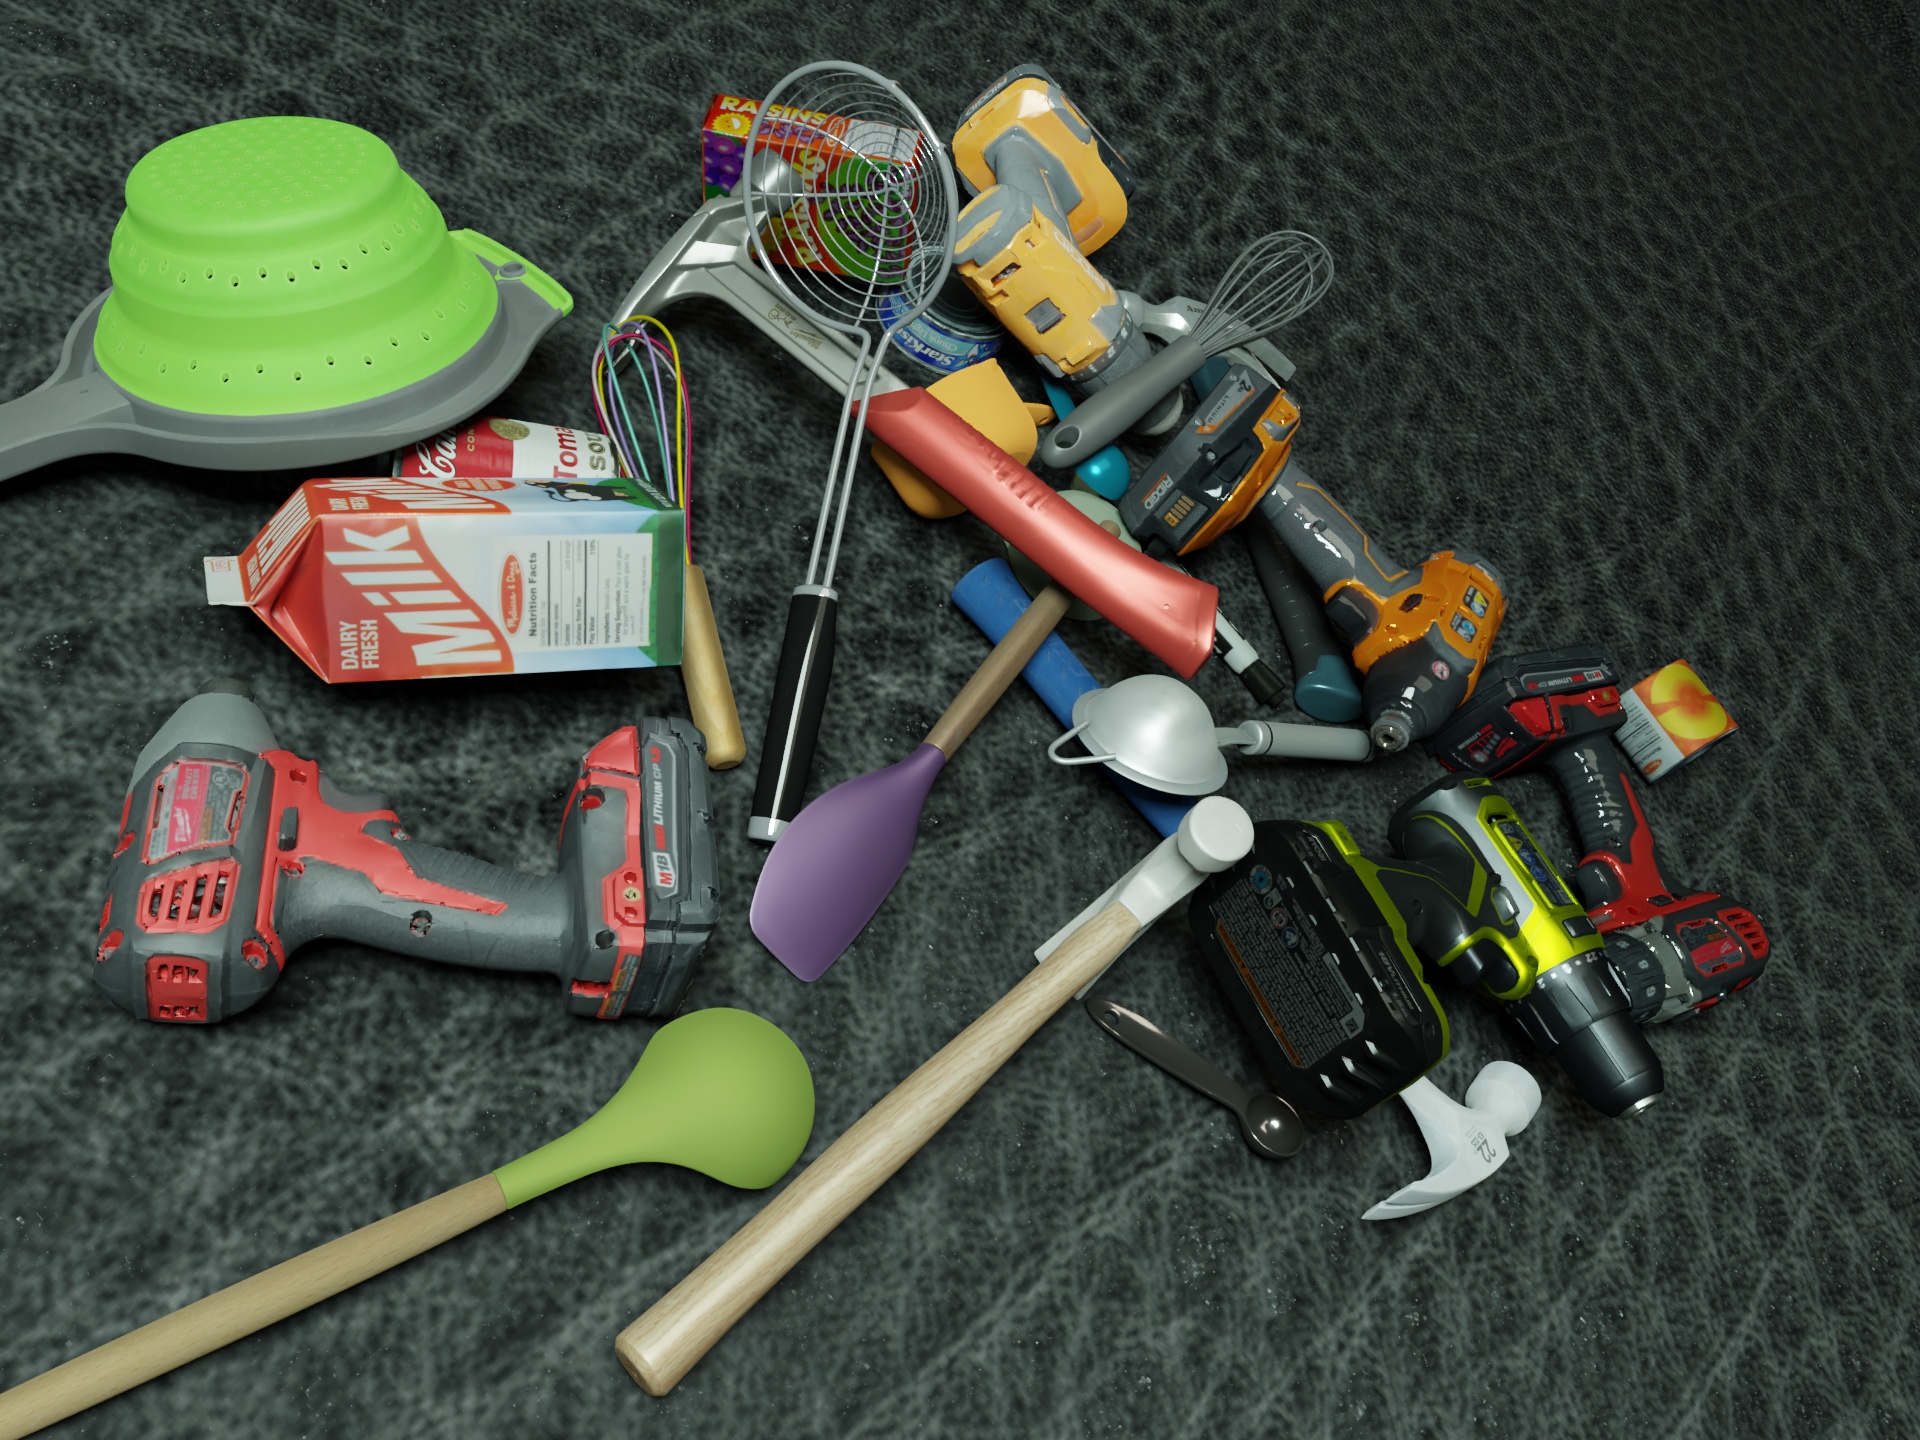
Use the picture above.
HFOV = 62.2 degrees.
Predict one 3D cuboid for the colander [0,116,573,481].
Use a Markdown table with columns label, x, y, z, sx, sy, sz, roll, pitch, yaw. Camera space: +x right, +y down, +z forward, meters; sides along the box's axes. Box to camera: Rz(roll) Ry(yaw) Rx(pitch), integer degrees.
| label | x | y | z | sx | sy | sz | roll | pitch | yaw |
| --- | --- | --- | --- | --- | --- | --- | --- | --- | --- |
| colander | -0.358 | -0.167 | 0.665 | 0.397 | 0.094 | 0.205 | -32 | 53 | -31 |

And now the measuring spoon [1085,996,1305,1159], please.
| label | x | y | z | sx | sy | sz | roll | pitch | yaw |
| --- | --- | --- | --- | --- | --- | --- | --- | --- | --- |
| measuring spoon | 0.111 | 0.174 | 0.772 | 0.124 | 0.018 | 0.034 | 33 | 39 | 5 |

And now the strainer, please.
| label | x | y | z | sx | sy | sz | roll | pitch | yaw |
| --- | --- | --- | --- | --- | --- | --- | --- | --- | --- |
| strainer | 0.152 | 0.006 | 0.852 | 0.258 | 0.050 | 0.087 | 4 | 36 | -40 |

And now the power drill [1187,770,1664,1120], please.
| label | x | y | z | sx | sy | sz | roll | pitch | yaw |
| --- | --- | --- | --- | --- | --- | --- | --- | --- | --- |
| power drill | 0.237 | 0.119 | 0.778 | 0.228 | 0.080 | 0.191 | -1 | 53 | -40 |

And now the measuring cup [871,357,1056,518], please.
| label | x | y | z | sx | sy | sz | roll | pitch | yaw |
| --- | --- | --- | --- | --- | --- | --- | --- | --- | --- |
| measuring cup | 0.023 | -0.159 | 0.924 | 0.173 | 0.095 | 0.052 | -16 | 71 | -56 |

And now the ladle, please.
| label | x | y | z | sx | sy | sz | roll | pitch | yaw |
| --- | --- | --- | --- | --- | --- | --- | --- | --- | --- |
| ladle | -0.195 | 0.188 | 0.582 | 0.320 | 0.062 | 0.078 | -20 | 64 | -30 |

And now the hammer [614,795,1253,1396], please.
| label | x | y | z | sx | sy | sz | roll | pitch | yaw |
| --- | --- | --- | --- | --- | --- | --- | --- | --- | --- |
| hammer | -0.007 | 0.153 | 0.668 | 0.331 | 0.130 | 0.031 | -38 | 80 | -30 |

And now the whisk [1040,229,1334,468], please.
| label | x | y | z | sx | sy | sz | roll | pitch | yaw |
| --- | --- | --- | --- | --- | --- | --- | --- | --- | --- |
| whisk | 0.133 | -0.219 | 0.937 | 0.239 | 0.055 | 0.055 | -40 | 81 | -20 |

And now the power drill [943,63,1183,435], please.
| label | x | y | z | sx | sy | sz | roll | pitch | yaw |
| --- | --- | --- | --- | --- | --- | --- | --- | --- | --- |
| power drill | 0.070 | -0.293 | 1.006 | 0.185 | 0.084 | 0.226 | 38 | 34 | -31 |

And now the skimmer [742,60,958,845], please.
| label | x | y | z | sx | sy | sz | roll | pitch | yaw |
| --- | --- | --- | --- | --- | --- | --- | --- | --- | --- |
| skimmer | -0.076 | -0.126 | 0.751 | 0.090 | 0.127 | 0.363 | 26 | 71 | -53 |

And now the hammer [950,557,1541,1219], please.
| label | x | y | z | sx | sy | sz | roll | pitch | yaw |
| --- | --- | --- | --- | --- | --- | --- | --- | --- | --- |
| hammer | 0.132 | 0.075 | 0.827 | 0.406 | 0.035 | 0.144 | 50 | 40 | 12 |

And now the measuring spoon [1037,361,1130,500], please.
| label | x | y | z | sx | sy | sz | roll | pitch | yaw |
| --- | --- | --- | --- | --- | --- | --- | --- | --- | --- |
| measuring spoon | 0.074 | -0.183 | 0.958 | 0.042 | 0.021 | 0.129 | 17 | 40 | -39 |

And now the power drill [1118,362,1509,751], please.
| label | x | y | z | sx | sy | sz | roll | pitch | yaw |
| --- | --- | --- | --- | --- | --- | --- | --- | --- | --- |
| power drill | 0.207 | -0.087 | 0.918 | 0.226 | 0.084 | 0.164 | 39 | 46 | -1 |

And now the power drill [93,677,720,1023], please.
| label | x | y | z | sx | sy | sz | roll | pitch | yaw |
| --- | --- | --- | --- | --- | --- | --- | --- | --- | --- |
| power drill | -0.215 | 0.050 | 0.636 | 0.219 | 0.078 | 0.143 | 5 | 49 | -21 |

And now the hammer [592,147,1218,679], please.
| label | x | y | z | sx | sy | sz | roll | pitch | yaw |
| --- | --- | --- | --- | --- | --- | --- | --- | --- | --- |
| hammer | -0.018 | -0.137 | 0.827 | 0.359 | 0.036 | 0.149 | 40 | 90 | 8 |

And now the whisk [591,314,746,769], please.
| label | x | y | z | sx | sy | sz | roll | pitch | yaw |
| --- | --- | --- | --- | --- | --- | --- | --- | --- | --- |
| whisk | -0.140 | -0.094 | 0.782 | 0.047 | 0.051 | 0.245 | -16 | 74 | -2 |

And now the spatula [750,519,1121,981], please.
| label | x | y | z | sx | sy | sz | roll | pitch | yaw |
| --- | --- | --- | --- | --- | --- | --- | --- | --- | --- |
| spatula | -0.001 | -0.003 | 0.793 | 0.059 | 0.018 | 0.316 | 49 | 57 | -15 |

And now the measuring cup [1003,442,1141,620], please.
| label | x | y | z | sx | sy | sz | roll | pitch | yaw |
| --- | --- | --- | --- | --- | --- | --- | --- | --- | --- |
| measuring cup | 0.079 | -0.133 | 0.951 | 0.083 | 0.038 | 0.168 | 25 | 51 | -11 |

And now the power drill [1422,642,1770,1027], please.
| label | x | y | z | sx | sy | sz | roll | pitch | yaw |
| --- | --- | --- | --- | --- | --- | --- | --- | --- | --- |
| power drill | 0.360 | 0.075 | 0.938 | 0.188 | 0.080 | 0.227 | -9 | 66 | -33 |

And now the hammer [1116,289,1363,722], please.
| label | x | y | z | sx | sy | sz | roll | pitch | yaw |
| --- | --- | --- | --- | --- | --- | --- | --- | --- | --- |
| hammer | 0.189 | -0.145 | 1.025 | 0.128 | 0.033 | 0.331 | 2 | 57 | -26 |
